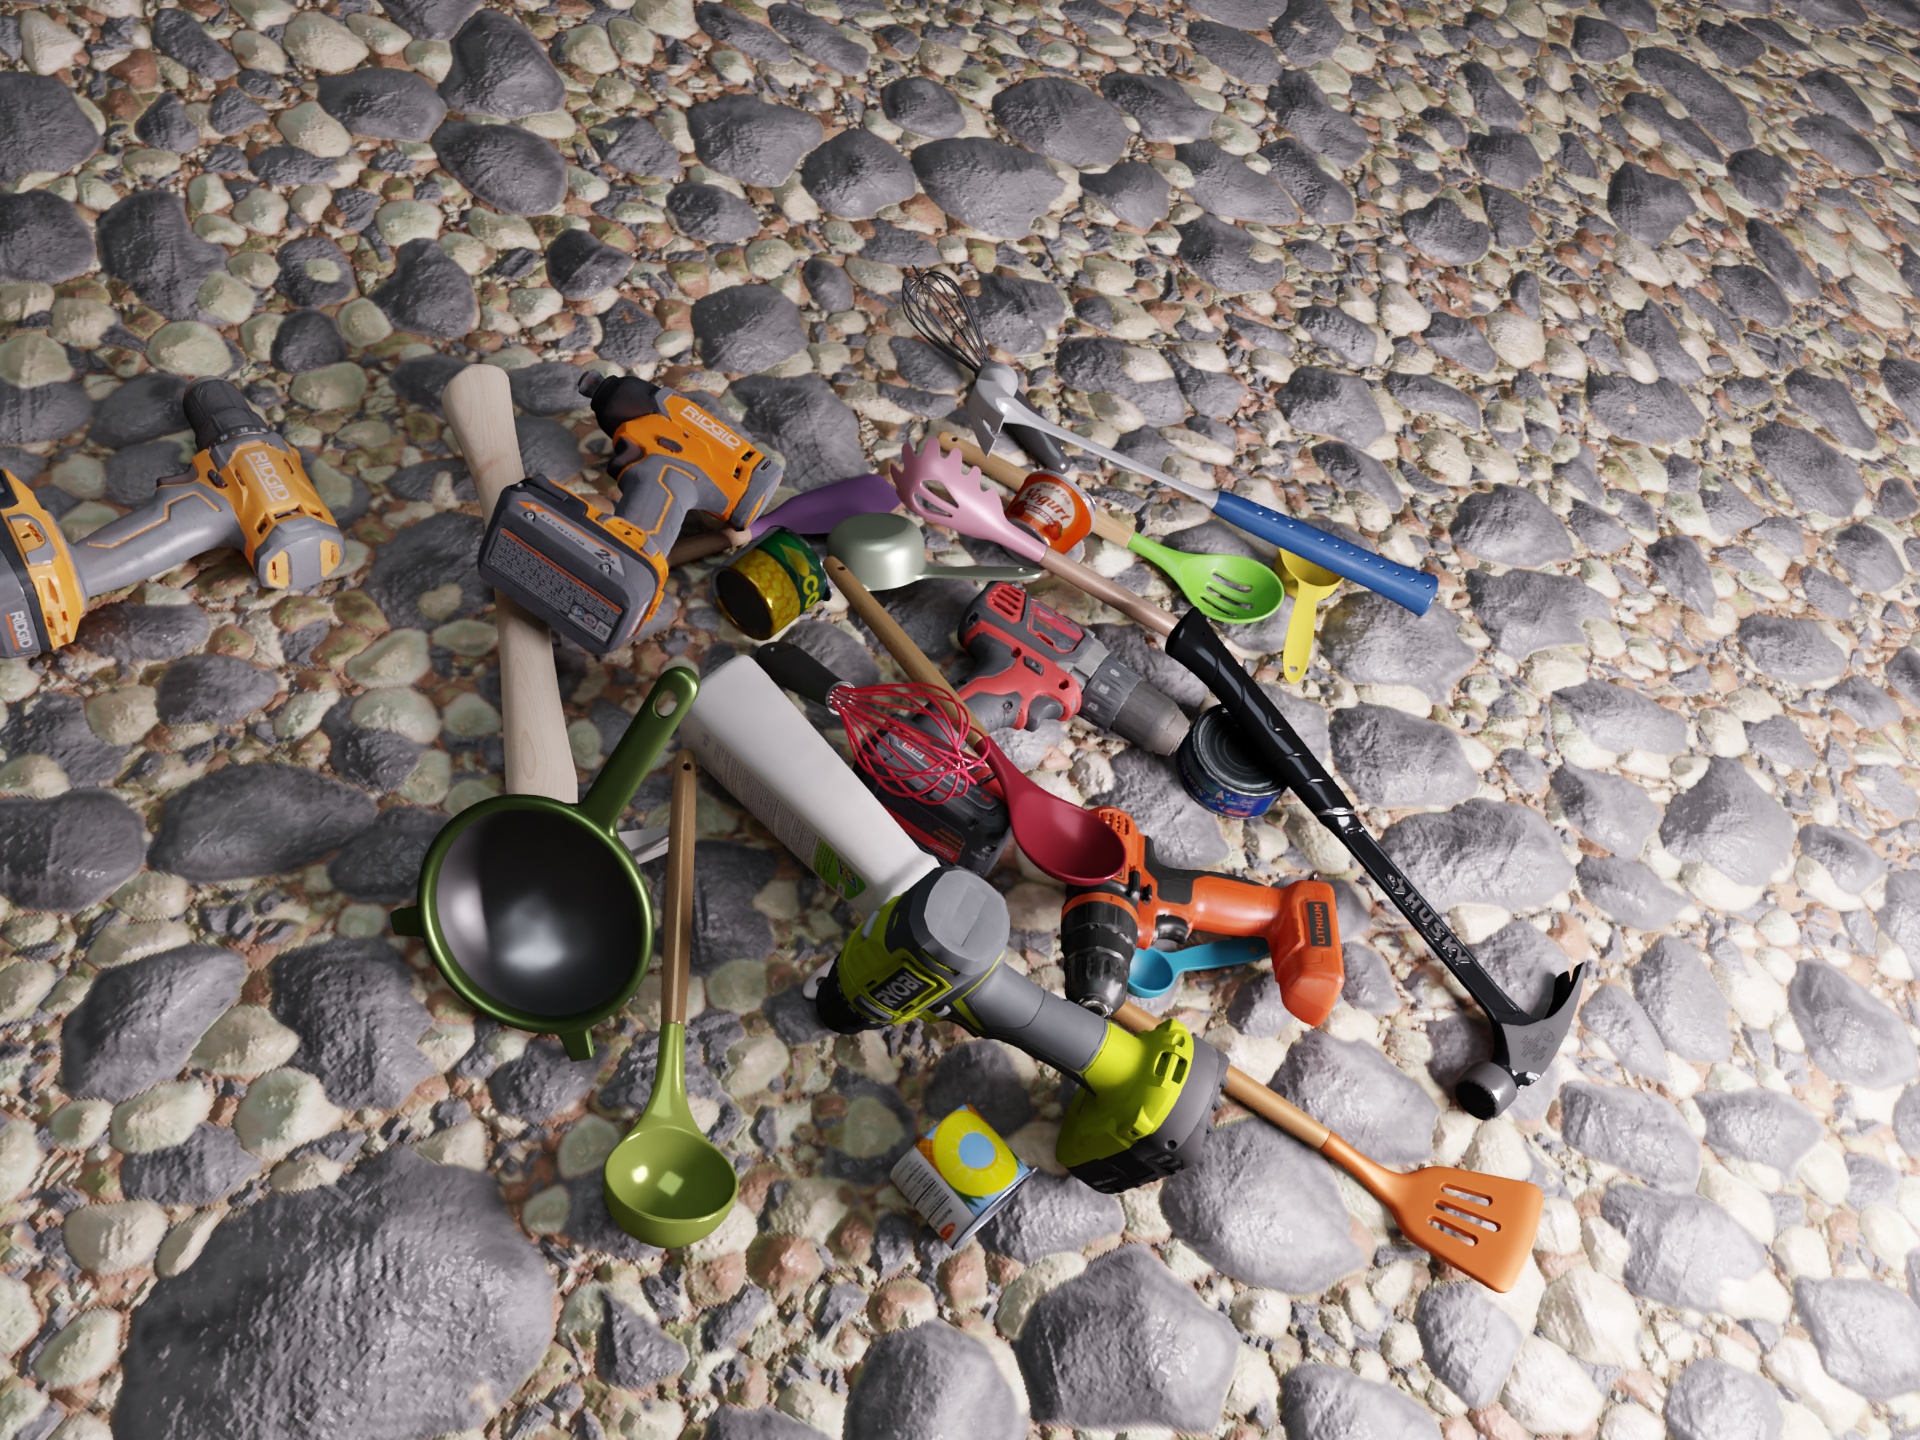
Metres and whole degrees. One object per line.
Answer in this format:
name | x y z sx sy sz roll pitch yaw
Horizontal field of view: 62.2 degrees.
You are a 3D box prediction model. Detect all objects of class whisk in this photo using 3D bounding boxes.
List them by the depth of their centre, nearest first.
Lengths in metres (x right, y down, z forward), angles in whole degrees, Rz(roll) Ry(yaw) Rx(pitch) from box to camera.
whisk | -0.069 -0.010 1.047 0.073 0.073 0.296 -18 24 -25
whisk | 0.022 -0.301 1.361 0.055 0.055 0.239 -26 70 -28

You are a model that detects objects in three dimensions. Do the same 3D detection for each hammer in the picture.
hammer | -0.298 -0.082 1.113 0.146 0.038 0.411 -6 63 -20
hammer | 0.288 0.080 1.147 0.149 0.036 0.409 -31 77 -32
hammer | 0.193 -0.177 1.271 0.405 0.035 0.144 23 27 -4

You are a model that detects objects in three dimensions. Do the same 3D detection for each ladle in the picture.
ladle | -0.172 0.157 0.972 0.078 0.062 0.320 9 60 -20
ladle | -0.002 -0.003 1.069 0.069 0.031 0.316 -20 60 -38

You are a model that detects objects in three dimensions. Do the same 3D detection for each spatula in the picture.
spatula | 0.220 0.256 1.038 0.322 0.041 0.081 32 55 8
spatula | -0.184 -0.135 1.209 0.316 0.018 0.060 -21 50 -26

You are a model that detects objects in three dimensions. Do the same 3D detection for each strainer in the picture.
strainer | -0.220 0.068 0.959 0.151 0.256 0.069 35 16 1

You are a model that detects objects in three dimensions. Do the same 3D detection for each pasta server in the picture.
pasta server | 0.086 -0.119 1.226 0.316 0.060 0.040 28 33 -14

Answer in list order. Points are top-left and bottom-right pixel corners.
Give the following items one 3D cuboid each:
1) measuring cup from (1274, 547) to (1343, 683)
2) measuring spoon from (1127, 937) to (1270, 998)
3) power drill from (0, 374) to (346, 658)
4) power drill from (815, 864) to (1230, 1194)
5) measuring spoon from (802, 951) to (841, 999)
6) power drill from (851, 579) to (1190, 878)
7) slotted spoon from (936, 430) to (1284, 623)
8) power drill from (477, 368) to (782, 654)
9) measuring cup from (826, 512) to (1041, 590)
measuring cup | 0.276 -0.086 1.295 0.062 0.029 0.157 19 56 -2
measuring spoon | 0.160 0.171 1.099 0.128 0.021 0.042 -5 44 -28
power drill | -0.563 -0.149 1.084 0.226 0.084 0.185 -22 64 -31
power drill | 0.027 0.191 0.962 0.228 0.190 0.080 34 53 -8
measuring spoon | -0.054 0.146 1.053 0.124 0.018 0.034 -33 70 -30
power drill | 0.046 0.013 1.138 0.188 0.080 0.227 33 52 8
slotted spoon | 0.118 -0.161 1.303 0.314 0.031 0.070 29 61 8
power drill | -0.241 -0.162 1.125 0.164 0.084 0.227 35 41 -3
measuring cup | -0.021 -0.128 1.196 0.167 0.038 0.083 4 30 15
